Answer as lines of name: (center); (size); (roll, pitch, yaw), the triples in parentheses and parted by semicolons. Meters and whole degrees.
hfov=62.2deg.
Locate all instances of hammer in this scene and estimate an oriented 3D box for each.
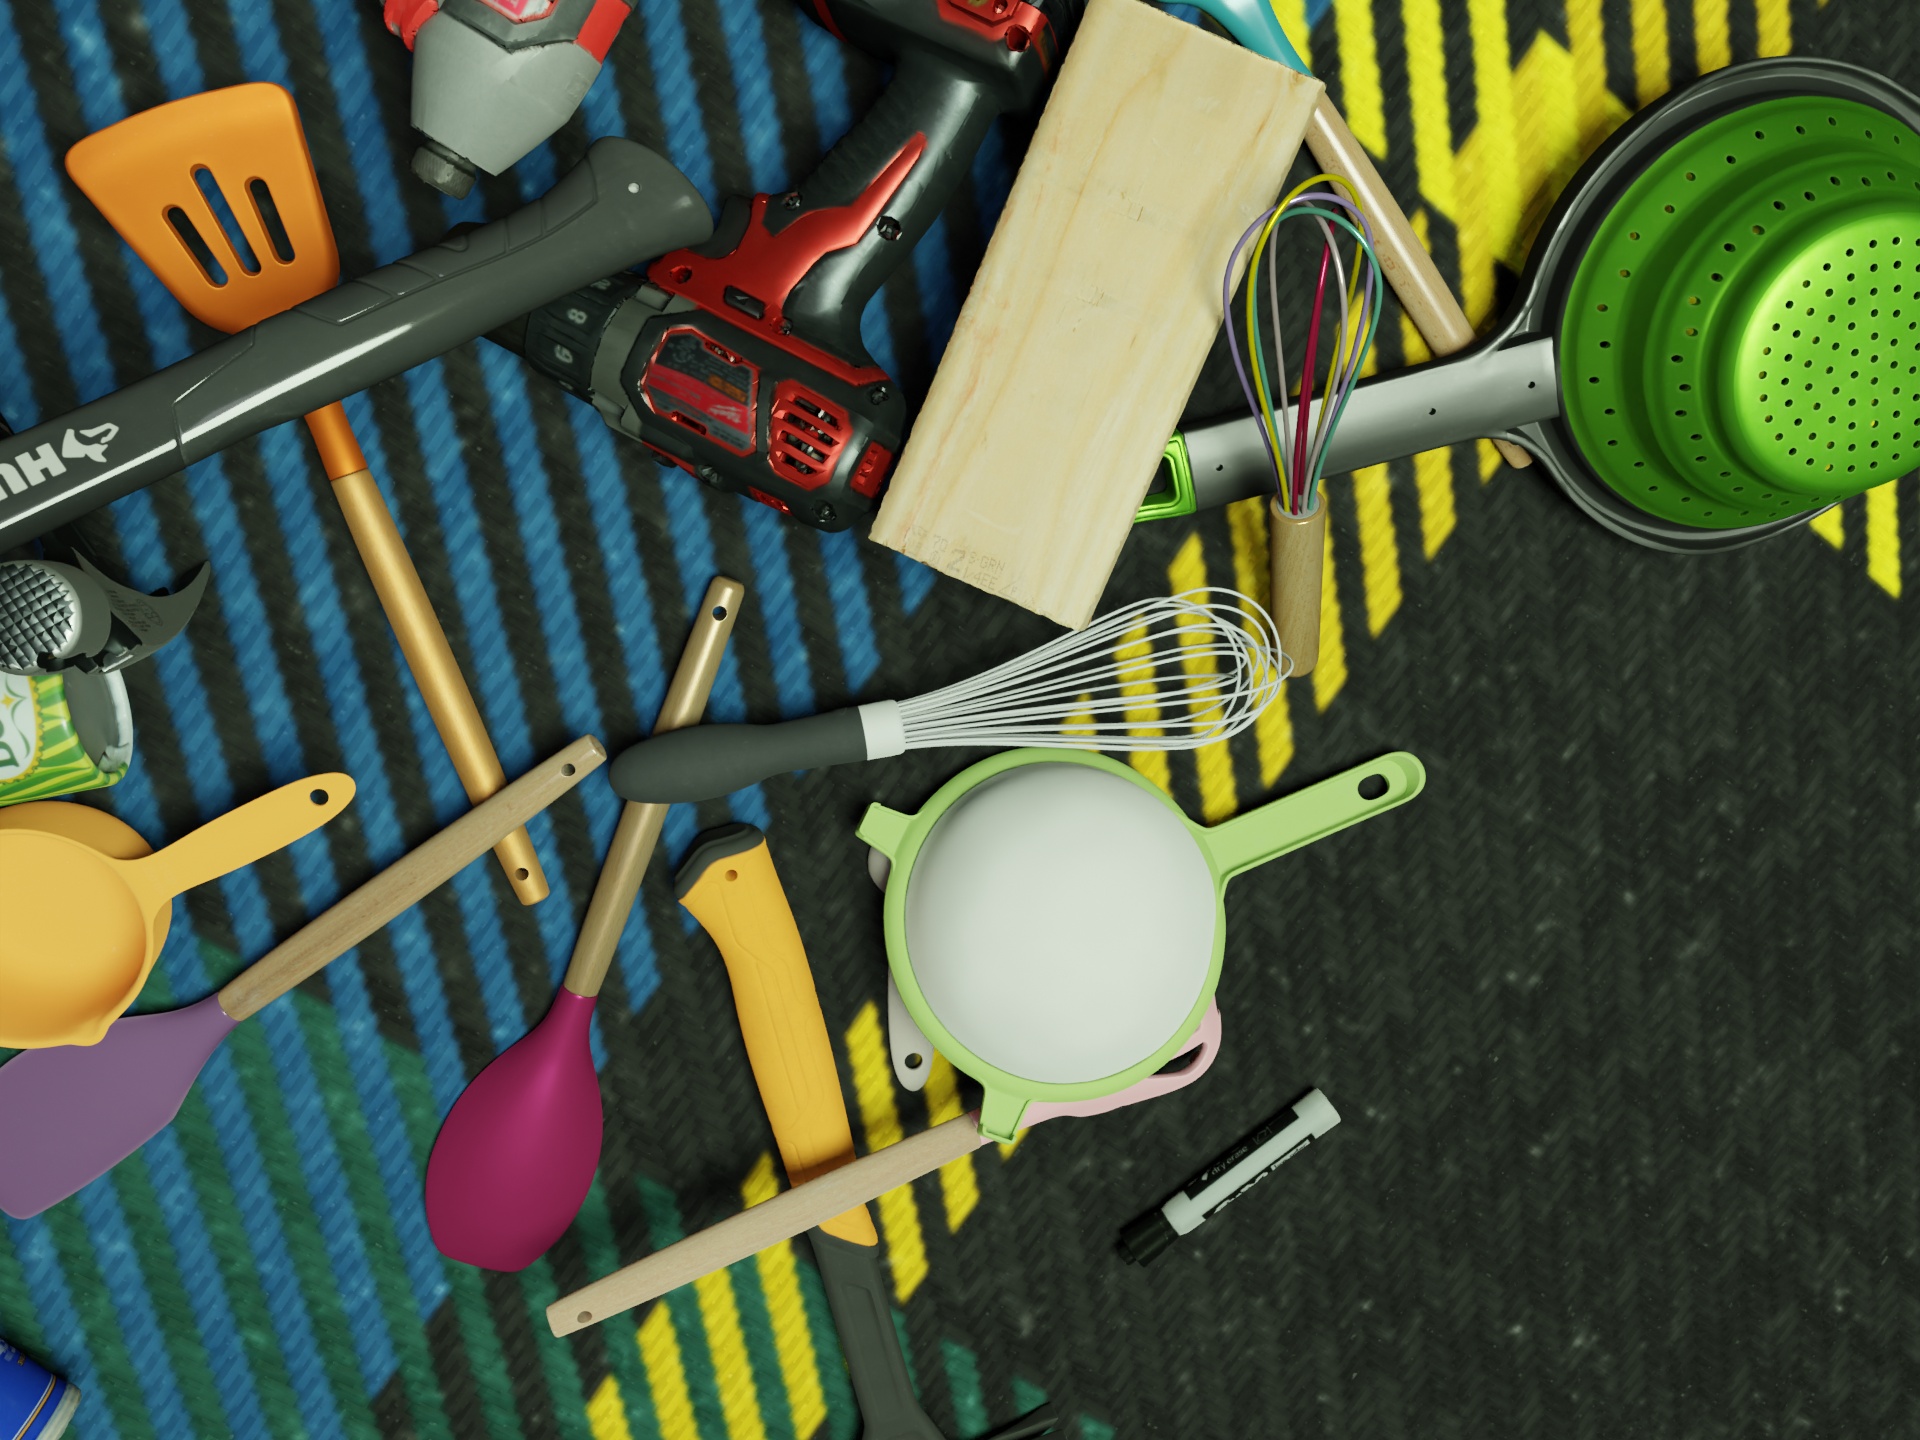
hammer: (-0.051, 0.202, 0.701); (0.127, 0.034, 0.336); (-16, 104, -6)
hammer: (-0.222, -0.092, 0.480); (0.335, 0.035, 0.146); (-32, 89, -21)
hammer: (-0.383, -0.195, 0.526); (0.036, 0.149, 0.409); (-31, 96, -4)

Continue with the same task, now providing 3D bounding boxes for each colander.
colander: (0.256, -0.132, 0.634); (0.397, 0.095, 0.204); (-15, 114, 1)

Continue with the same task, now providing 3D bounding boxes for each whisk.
whisk: (-0.001, -0.002, 0.651); (0.284, 0.070, 0.070); (-10, 103, -8)
whisk: (0.133, -0.099, 0.607); (0.051, 0.244, 0.047); (16, 57, 21)

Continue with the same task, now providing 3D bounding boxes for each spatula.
spatula: (-0.273, 0.098, 0.636); (0.316, 0.018, 0.059); (-34, 105, 4)
spatula: (0.154, -0.228, 0.646); (0.082, 0.044, 0.317); (-35, 108, 14)
spatula: (-0.226, -0.070, 0.609); (0.081, 0.041, 0.322); (-21, 105, -6)

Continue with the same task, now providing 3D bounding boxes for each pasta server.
pasta server: (-0.021, 0.182, 0.673); (0.316, 0.040, 0.060); (-21, 102, -15)

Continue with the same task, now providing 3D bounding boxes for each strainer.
strainer: (0.095, 0.062, 0.664); (0.256, 0.069, 0.151); (-21, 84, -14)

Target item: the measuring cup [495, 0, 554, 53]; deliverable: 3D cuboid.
measuring cup: (-0.142, -0.285, 0.584); (0.083, 0.038, 0.167); (23, 98, -14)

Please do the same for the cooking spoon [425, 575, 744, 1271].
cooking spoon: (-0.151, 0.090, 0.667); (0.068, 0.017, 0.319); (19, 97, -15)

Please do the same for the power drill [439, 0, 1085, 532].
power drill: (-0.075, -0.203, 0.582); (0.188, 0.080, 0.226); (28, 96, 7)

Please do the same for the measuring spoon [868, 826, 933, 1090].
measuring spoon: (-0.021, 0.106, 0.694); (0.034, 0.018, 0.124); (-4, 102, -10)

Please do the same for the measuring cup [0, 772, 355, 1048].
measuring cup: (-0.312, 0.056, 0.613); (0.173, 0.052, 0.095); (-27, 110, -7)

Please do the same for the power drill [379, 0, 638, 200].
power drill: (-0.212, -0.282, 0.527); (0.219, 0.078, 0.143); (30, 98, -4)
